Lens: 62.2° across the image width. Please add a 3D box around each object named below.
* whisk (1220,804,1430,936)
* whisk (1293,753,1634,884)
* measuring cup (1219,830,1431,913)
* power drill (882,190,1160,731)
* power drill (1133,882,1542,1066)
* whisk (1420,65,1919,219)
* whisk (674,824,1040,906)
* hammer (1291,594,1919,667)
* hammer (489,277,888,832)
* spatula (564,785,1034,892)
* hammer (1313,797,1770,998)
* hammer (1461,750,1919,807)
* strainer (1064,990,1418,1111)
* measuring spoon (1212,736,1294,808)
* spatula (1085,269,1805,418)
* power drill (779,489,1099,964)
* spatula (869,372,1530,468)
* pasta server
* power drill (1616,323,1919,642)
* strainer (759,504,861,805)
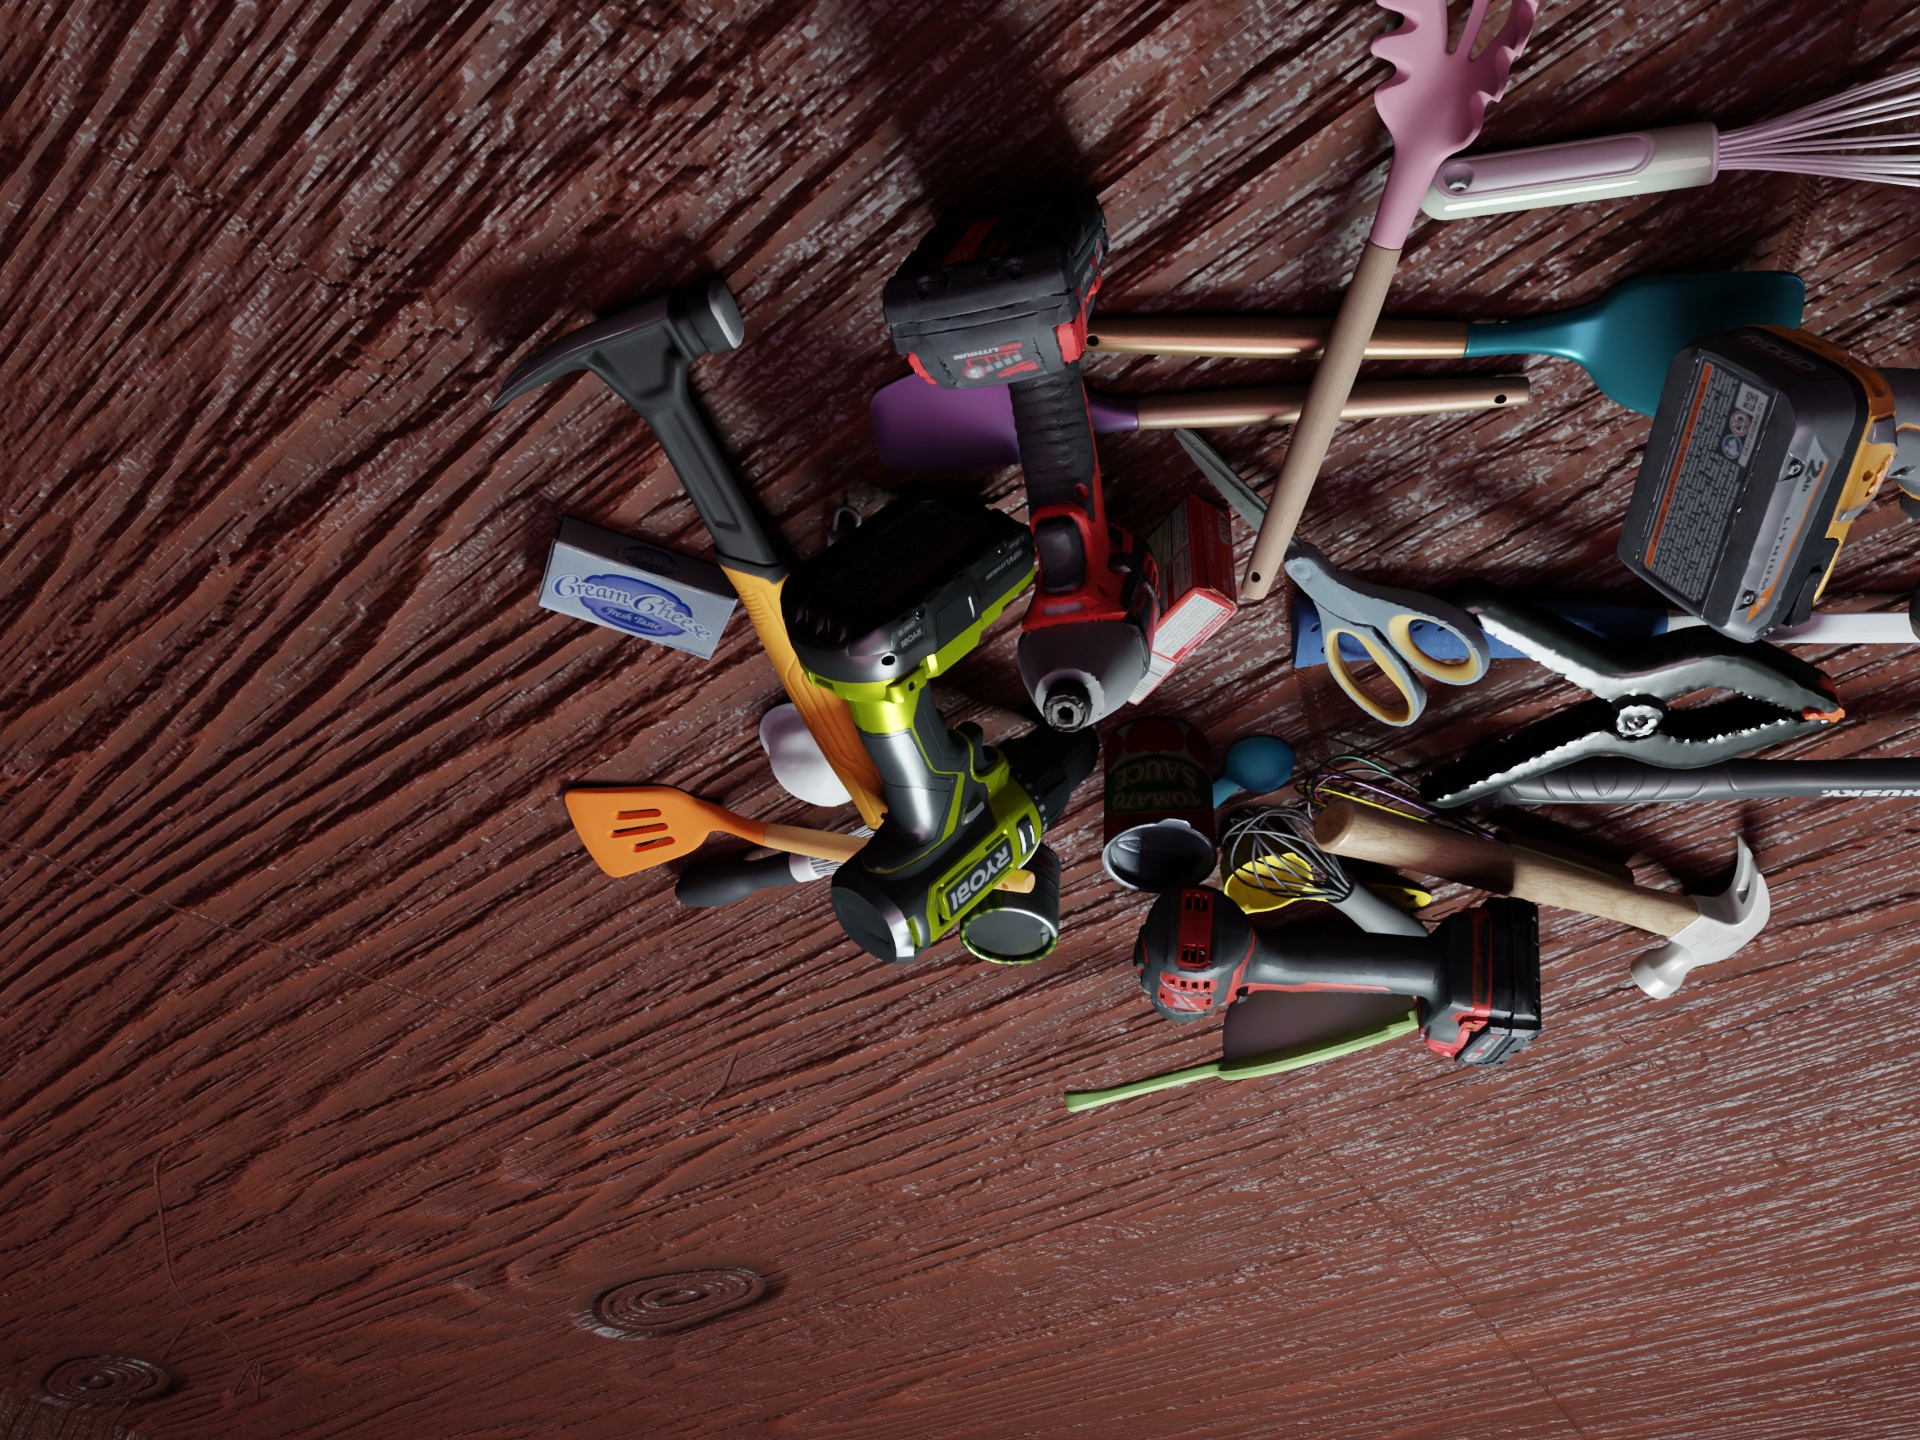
[{"bbox_3d":[0.235,0.107,0.990,0.055,0.055,0.238,-27,140,30],"label":"whisk"},{"bbox_3d":[0.314,0.070,0.986,0.245,0.051,0.047,15,164,-17],"label":"whisk"},{"bbox_3d":[0.240,0.102,1.040,0.156,0.029,0.062,9,133,-22],"label":"measuring cup"},{"bbox_3d":[0.039,-0.107,0.707,0.078,0.143,0.219,-7,120,18],"label":"power drill"},{"bbox_3d":[0.218,0.156,0.964,0.226,0.080,0.187,4,158,7],"label":"power drill"},{"bbox_3d":[0.313,-0.232,0.645,0.246,0.058,0.059,-3,168,15],"label":"whisk"},{"bbox_3d":[-0.072,0.087,1.029,0.284,0.070,0.070,-15,134,27],"label":"whisk"},{"bbox_3d":[0.383,-0.053,0.840,0.405,0.035,0.143,0,138,6],"label":"hammer"},{"bbox_3d":[-0.108,-0.063,0.842,0.127,0.034,0.336,-17,126,15],"label":"hammer"},{"bbox_3d":[-0.104,0.082,0.992,0.323,0.041,0.080,7,134,28],"label":"spatula"},{"bbox_3d":[0.355,0.096,0.959,0.331,0.031,0.130,15,133,-24],"label":"hammer"},{"bbox_3d":[0.460,0.035,0.912,0.335,0.035,0.146,-1,158,15],"label":"hammer"},{"bbox_3d":[0.189,0.207,1.095,0.256,0.069,0.151,-17,171,7],"label":"strainer"},{"bbox_3d":[0.157,0.054,0.990,0.042,0.021,0.128,28,132,-23],"label":"measuring spoon"},{"bbox_3d":[0.204,-0.171,0.723,0.317,0.044,0.082,2,126,6],"label":"spatula"},{"bbox_3d":[-0.001,-0.003,0.855,0.080,0.190,0.228,25,141,37],"label":"power drill"},{"bbox_3d":[0.112,-0.153,0.772,0.316,0.018,0.059,-1,131,8],"label":"spatula"},{"bbox_3d":[0.171,-0.180,0.688,0.060,0.040,0.316,32,132,20],"label":"pasta server"},{"bbox_3d":[0.406,-0.097,0.698,0.226,0.084,0.185,-12,128,-18],"label":"power drill"},{"bbox_3d":[-0.077,-0.021,0.921,0.087,0.050,0.258,18,135,7],"label":"strainer"}]
